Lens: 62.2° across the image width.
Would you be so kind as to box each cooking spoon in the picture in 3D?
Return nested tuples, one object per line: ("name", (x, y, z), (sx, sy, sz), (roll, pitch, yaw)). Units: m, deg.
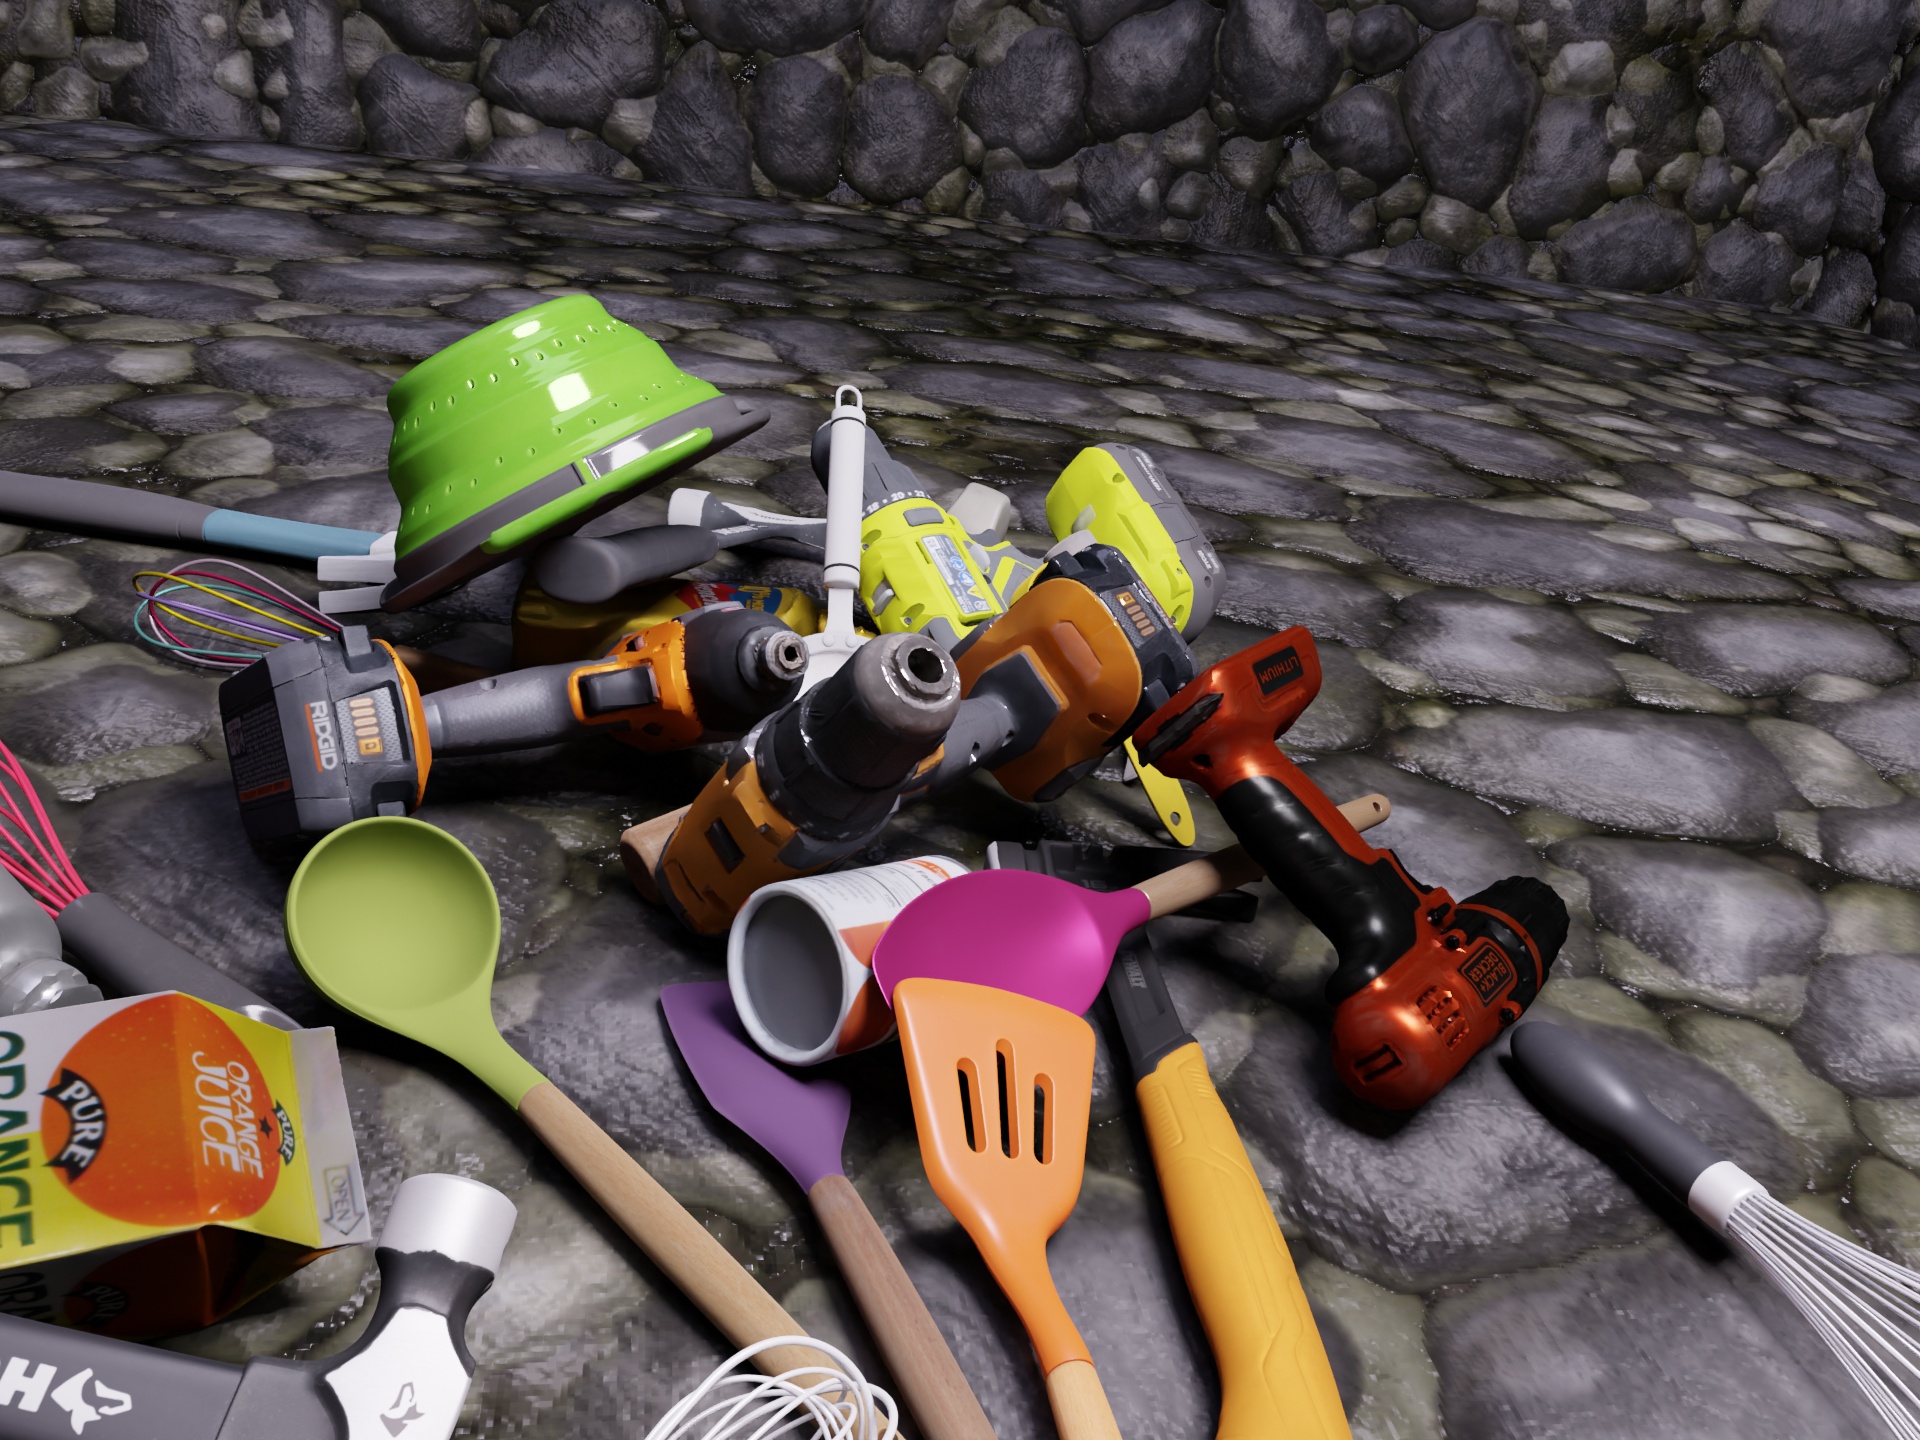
("cooking spoon", (0.088, 0.069, 0.646), (0.319, 0.017, 0.069), (-14, 70, -43))

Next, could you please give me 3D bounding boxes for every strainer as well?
("strainer", (-0.061, -0.066, 0.833), (0.087, 0.050, 0.259), (5, 67, -9))

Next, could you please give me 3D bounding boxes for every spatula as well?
("spatula", (-0.030, 0.164, 0.499), (0.059, 0.018, 0.316), (1, 22, -26))
("spatula", (0.040, 0.193, 0.433), (0.081, 0.041, 0.323), (17, 25, -24))

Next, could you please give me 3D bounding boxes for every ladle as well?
("ladle", (-0.122, 0.129, 0.515), (0.320, 0.062, 0.078), (32, 32, 35))

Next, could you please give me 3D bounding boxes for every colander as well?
("colander", (-0.226, -0.141, 0.831), (0.204, 0.094, 0.397), (-30, 11, -14))

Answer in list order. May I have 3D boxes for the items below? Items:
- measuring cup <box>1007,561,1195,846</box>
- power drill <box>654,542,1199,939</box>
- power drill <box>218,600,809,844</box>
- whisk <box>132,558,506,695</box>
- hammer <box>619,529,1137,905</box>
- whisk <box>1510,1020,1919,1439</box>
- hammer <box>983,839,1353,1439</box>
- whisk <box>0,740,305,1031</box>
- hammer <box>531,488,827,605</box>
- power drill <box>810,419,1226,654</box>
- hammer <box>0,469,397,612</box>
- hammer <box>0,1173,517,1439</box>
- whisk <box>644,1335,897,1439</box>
("measuring cup", (0.072, -0.005, 0.794), (0.062, 0.156, 0.029), (-24, -4, -38))
("power drill", (-0.001, -0.002, 0.649), (0.226, 0.185, 0.084), (-25, 77, -40))
("power drill", (-0.181, -0.007, 0.685), (0.226, 0.084, 0.164), (-12, 1, -36))
("whisk", (-0.309, -0.035, 0.807), (0.245, 0.047, 0.051), (15, 35, 6))
("hammer", (-0.015, 0.009, 0.769), (0.331, 0.031, 0.130), (-26, 79, -37))
("whisk", (0.283, 0.182, 0.533), (0.070, 0.070, 0.285), (-3, 22, -23))
("hammer", (0.087, 0.142, 0.574), (0.127, 0.034, 0.337), (4, 26, -8))
("whisk", (-0.334, 0.064, 0.585), (0.296, 0.073, 0.073), (27, 31, 22))
("hammer", (-0.137, -0.095, 0.869), (0.149, 0.036, 0.409), (8, 10, 4))
("power drill", (0.030, -0.103, 0.938), (0.228, 0.080, 0.191), (-12, 64, -39))
("hammer", (-0.455, -0.118, 0.943), (0.331, 0.033, 0.128), (9, 25, 2))
("hammer", (-0.280, 0.131, 0.342), (0.334, 0.035, 0.146), (19, 50, -10))
("whisk", (-0.107, 0.218, 0.349), (0.059, 0.058, 0.246), (-11, 10, 47))
